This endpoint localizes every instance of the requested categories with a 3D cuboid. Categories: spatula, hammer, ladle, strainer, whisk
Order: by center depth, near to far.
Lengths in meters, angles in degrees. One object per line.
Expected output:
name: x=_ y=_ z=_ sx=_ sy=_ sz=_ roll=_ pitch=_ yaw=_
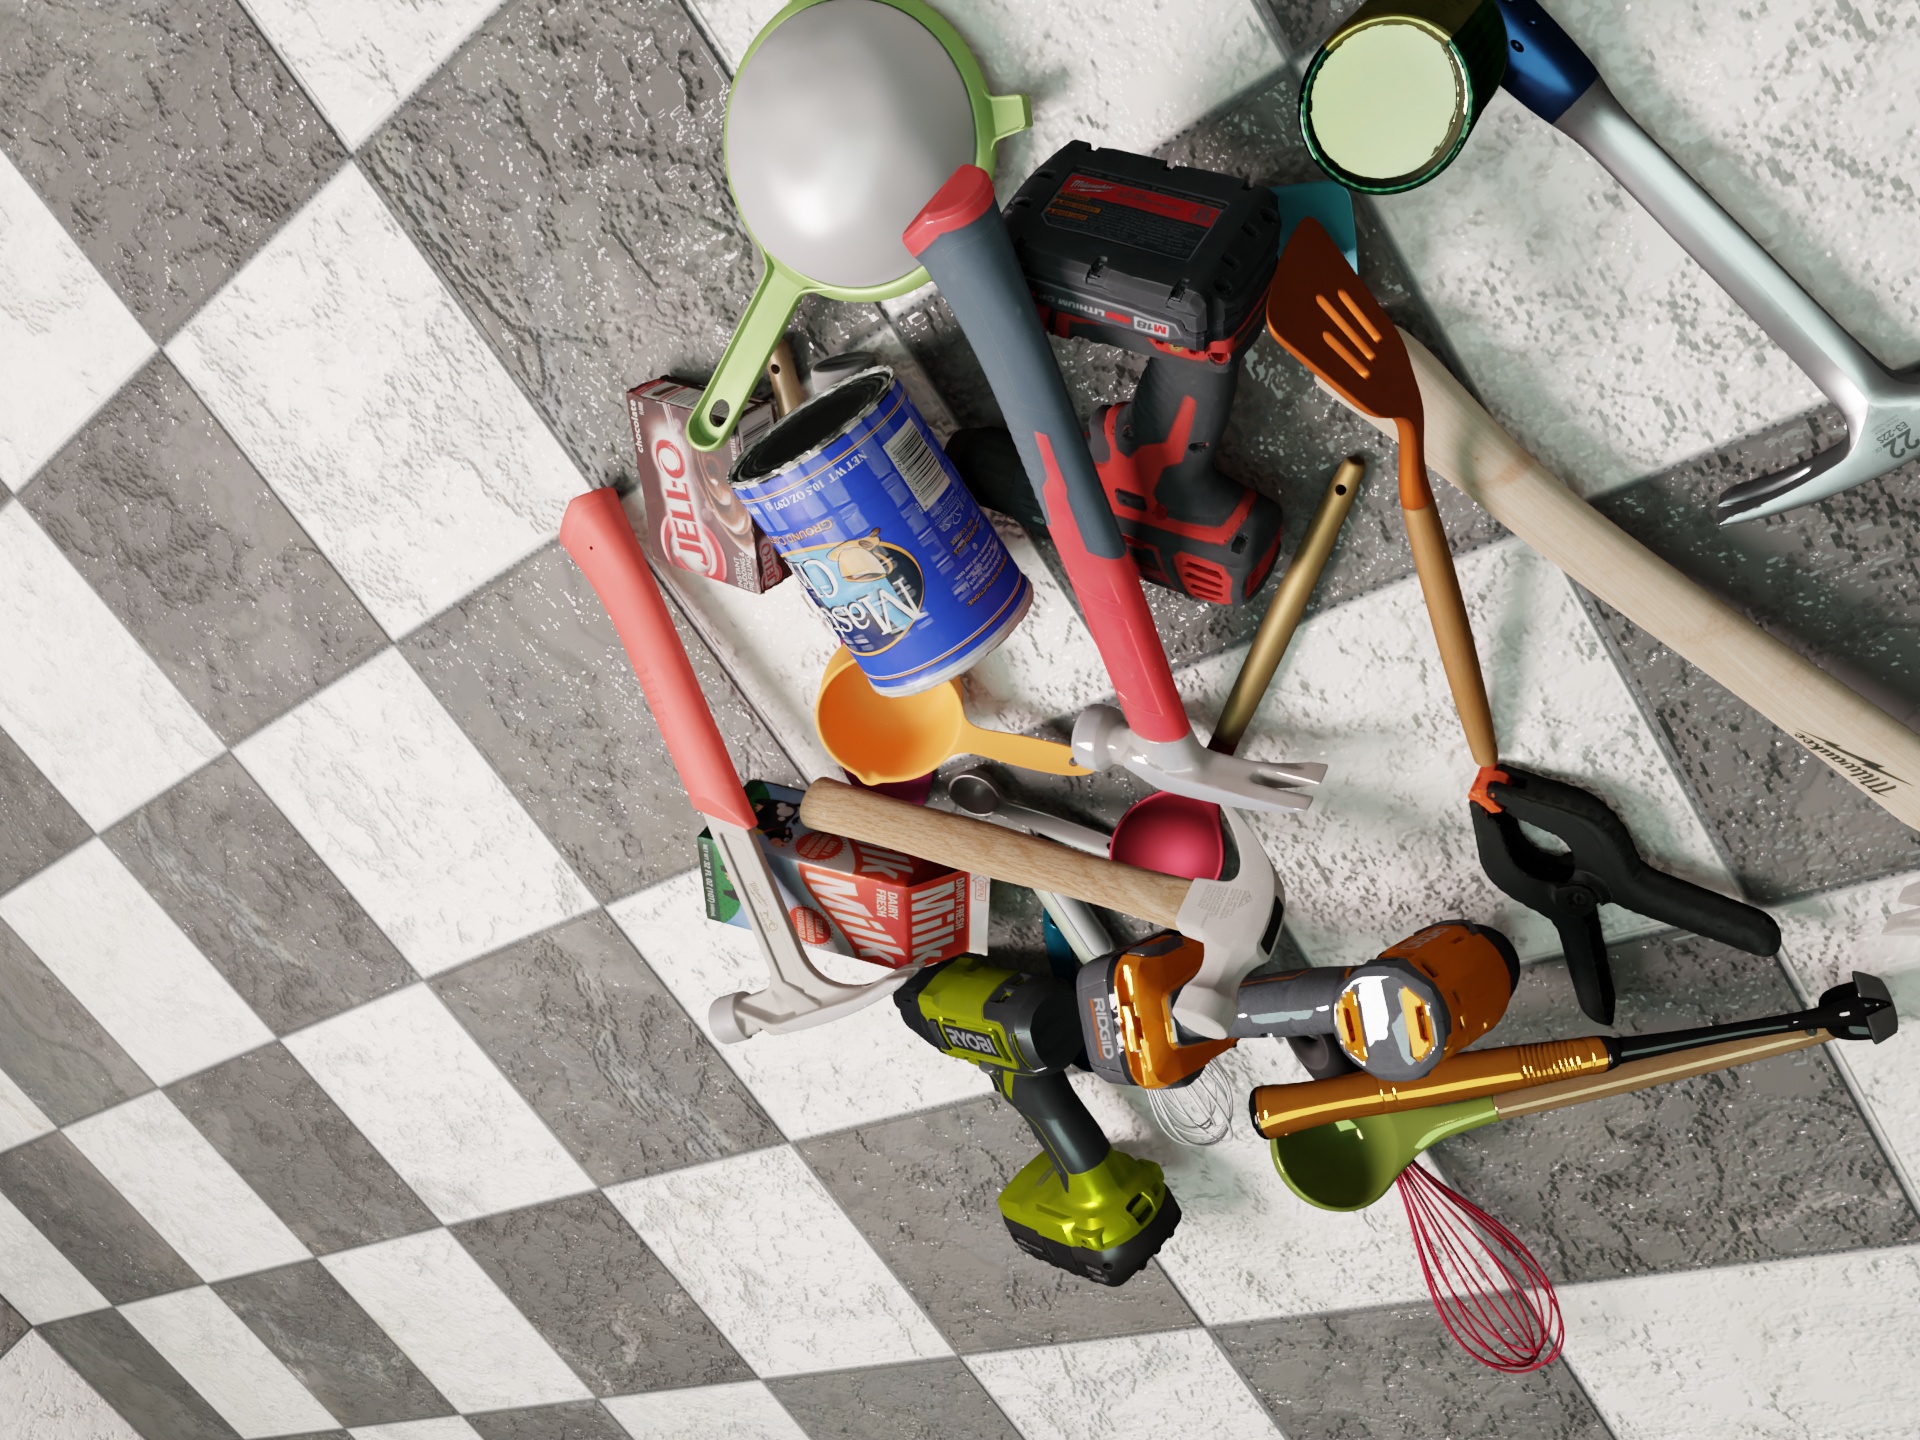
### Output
hammer: x=0.262 y=-0.249 z=0.671 sx=0.405 sy=0.035 sz=0.144 roll=42 pitch=129 yaw=-5
hammer: x=0.337 y=-0.046 z=0.754 sx=0.410 sy=0.038 sz=0.146 roll=38 pitch=157 yaw=5
hammer: x=0.073 y=-0.087 z=0.754 sx=0.143 sy=0.038 sz=0.385 roll=13 pitch=148 yaw=33
spatula: x=0.214 y=-0.087 z=0.758 sx=0.041 sy=0.081 sz=0.322 roll=0 pitch=138 yaw=31
spatula: x=0.042 y=-0.226 z=0.790 sx=0.317 sy=0.044 sz=0.082 roll=6 pitch=129 yaw=24
strainer: x=-0.089 y=-0.239 z=0.793 sx=0.151 sy=0.069 sz=0.256 roll=38 pitch=117 yaw=8
hammer: x=0.315 y=0.185 z=0.856 sx=0.337 sy=0.127 sz=0.034 roll=-17 pitch=72 yaw=25
ladle: x=0.156 y=-0.011 z=0.889 sx=0.069 sy=0.031 sz=0.315 roll=28 pitch=127 yaw=12
ladle: x=0.331 y=0.215 z=0.910 sx=0.320 sy=0.062 sz=0.078 roll=-21 pitch=68 yaw=23
hammer: x=0.036 y=0.079 z=0.936 sx=0.331 sy=0.130 sz=0.031 roll=13 pitch=153 yaw=36
hammer: x=-0.153 y=0.023 z=0.992 sx=0.149 sy=0.037 sz=0.359 roll=-21 pitch=93 yaw=23
whisk: x=0.290 y=0.295 z=1.010 sx=0.073 sy=0.073 sz=0.296 roll=-31 pitch=98 yaw=37
whisk: x=0.107 y=0.177 z=1.027 sx=0.246 sy=0.058 sz=0.059 roll=57 pitch=157 yaw=-11

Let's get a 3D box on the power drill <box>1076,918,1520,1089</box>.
power drill: x=0.200 y=0.155 z=0.909 sx=0.226 sy=0.164 sz=0.084 roll=-11 pitch=90 yaw=40

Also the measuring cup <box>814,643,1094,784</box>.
measuring cup: x=-0.002 y=-0.003 z=0.962 sx=0.173 sy=0.052 sz=0.095 roll=14 pitch=118 yaw=-9

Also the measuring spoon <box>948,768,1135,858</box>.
measuring spoon: x=0.053 y=0.058 z=0.997 sx=0.124 sy=0.018 sz=0.034 roll=21 pitch=136 yaw=4

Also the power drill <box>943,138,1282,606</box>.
power drill: x=0.066 y=-0.159 z=0.771 sx=0.188 sy=0.080 sz=0.226 roll=22 pitch=151 yaw=21

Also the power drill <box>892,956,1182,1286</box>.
power drill: x=0.046 y=0.263 z=1.082 sx=0.171 sy=0.080 sz=0.223 roll=-2 pitch=120 yaw=53

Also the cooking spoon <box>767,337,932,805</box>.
cooking spoon: x=-0.073 y=-0.076 z=0.963 sx=0.069 sy=0.017 sz=0.318 roll=1 pitch=122 yaw=23

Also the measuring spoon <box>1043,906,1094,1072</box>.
measuring spoon: x=0.078 y=0.175 z=1.061 sx=0.042 sy=0.021 sz=0.128 roll=5 pitch=116 yaw=43
